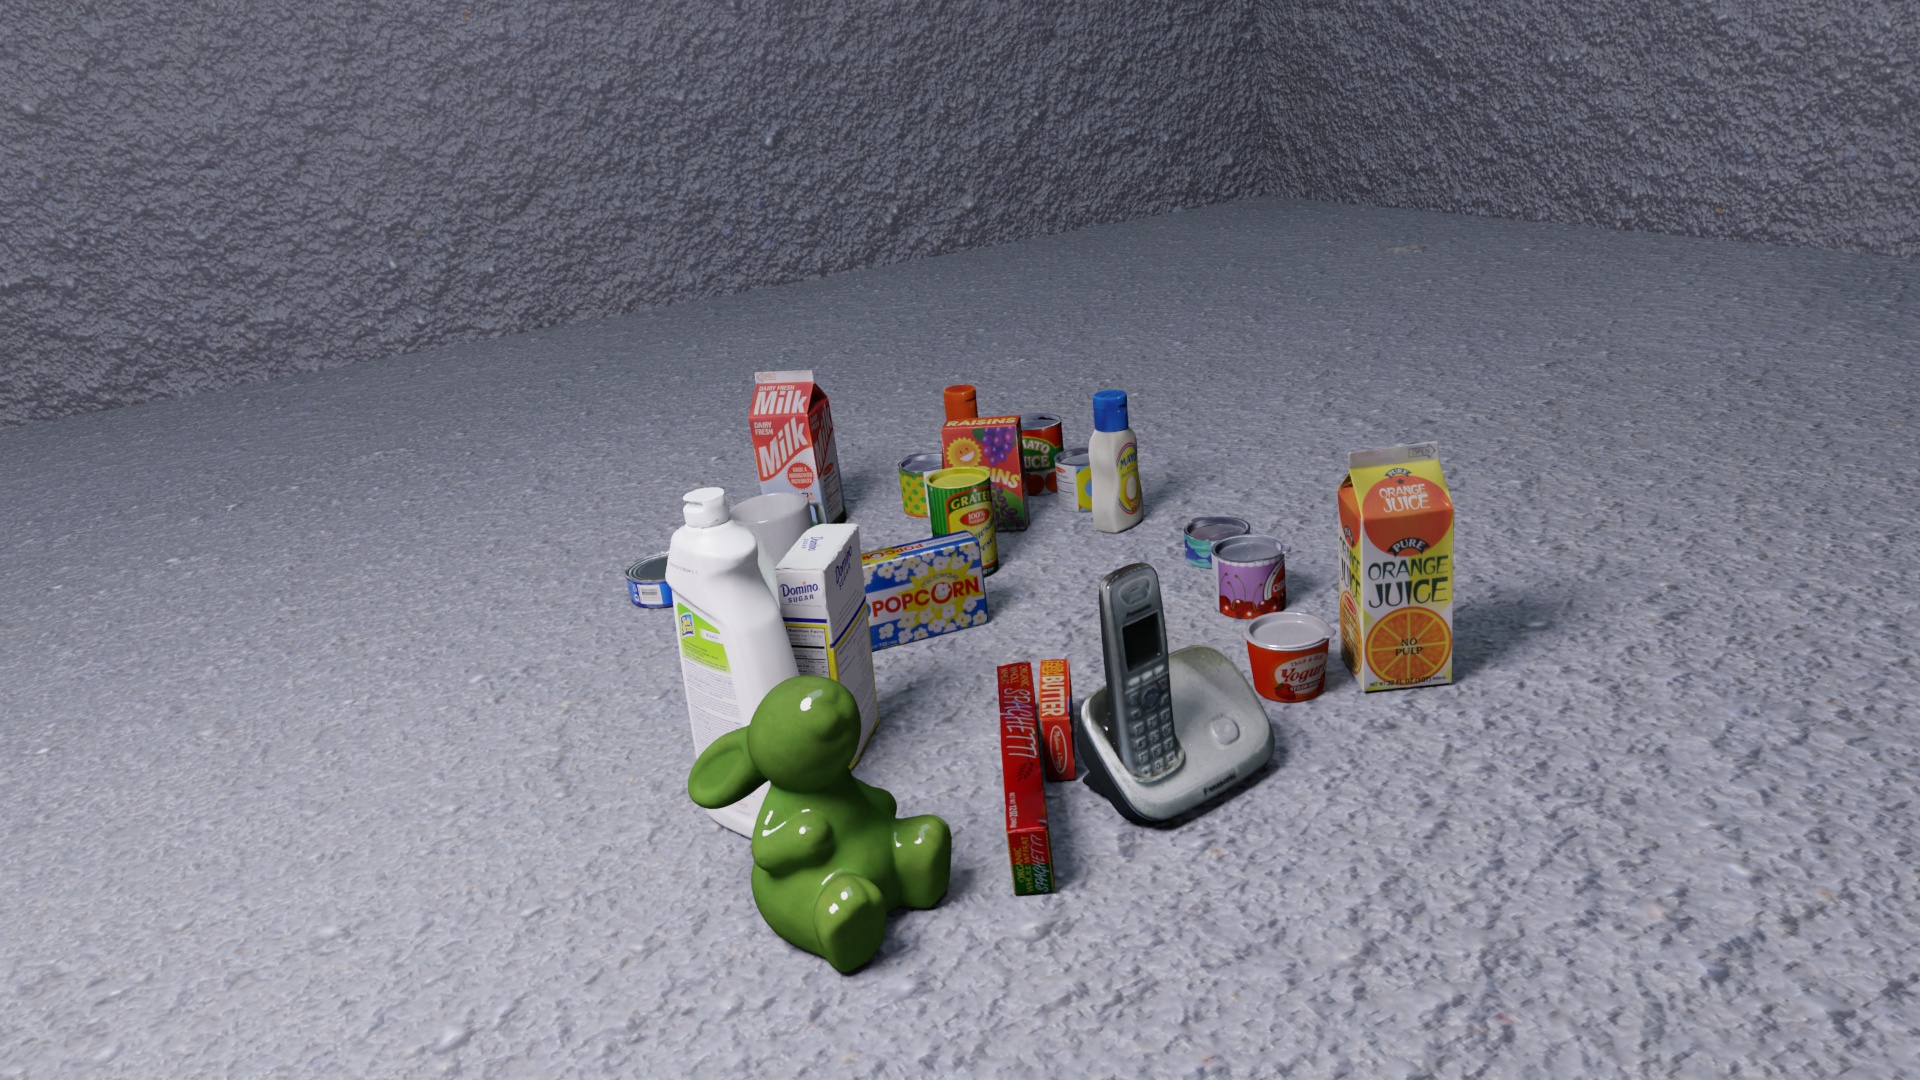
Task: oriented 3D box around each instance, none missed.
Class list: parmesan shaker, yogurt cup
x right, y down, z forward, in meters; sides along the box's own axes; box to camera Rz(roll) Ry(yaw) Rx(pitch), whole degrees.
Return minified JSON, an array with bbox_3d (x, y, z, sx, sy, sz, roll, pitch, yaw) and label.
[{"bbox_3d":[0.005,-0.018,1.420,0.071,0.102,0.071,-6,20,2],"label":"parmesan shaker"},{"bbox_3d":[0.263,0.094,1.114,0.072,0.053,0.072,-6,20,2],"label":"yogurt cup"}]

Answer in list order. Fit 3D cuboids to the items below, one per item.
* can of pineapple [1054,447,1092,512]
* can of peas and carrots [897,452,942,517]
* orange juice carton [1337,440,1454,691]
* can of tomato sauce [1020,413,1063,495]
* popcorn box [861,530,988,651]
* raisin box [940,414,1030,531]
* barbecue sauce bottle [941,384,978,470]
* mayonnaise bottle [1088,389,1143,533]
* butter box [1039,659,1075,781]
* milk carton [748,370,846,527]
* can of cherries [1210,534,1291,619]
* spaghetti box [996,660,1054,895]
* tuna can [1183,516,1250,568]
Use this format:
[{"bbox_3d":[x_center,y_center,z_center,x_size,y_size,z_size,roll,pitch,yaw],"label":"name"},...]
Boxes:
[{"bbox_3d":[0.144,-0.070,1.581,0.071,0.057,0.071,-6,20,2],"label":"can of pineapple"},{"bbox_3d":[-0.039,-0.065,1.623,0.071,0.058,0.071,-6,20,2],"label":"can of peas and carrots"},{"bbox_3d":[0.343,0.017,1.098,0.072,0.192,0.073,-6,20,1],"label":"orange juice carton"},{"bbox_3d":[0.090,-0.102,1.646,0.071,0.082,0.071,-6,20,2],"label":"can of tomato sauce"},{"bbox_3d":[-0.041,0.046,1.289,0.127,0.085,0.038,-13,21,-16],"label":"popcorn box"},{"bbox_3d":[0.029,-0.072,1.529,0.086,0.123,0.040,-2,21,12],"label":"raisin box"},{"bbox_3d":[0.006,-0.101,1.576,0.065,0.148,0.043,-23,26,-37],"label":"barbecue sauce bottle"},{"bbox_3d":[0.165,-0.086,1.488,0.041,0.147,0.065,11,26,39],"label":"mayonnaise bottle"},{"bbox_3d":[0.074,0.135,1.063,0.024,0.053,0.104,-5,20,5],"label":"butter box"},{"bbox_3d":[-0.185,-0.099,1.570,0.072,0.189,0.074,-1,21,16],"label":"milk carton"},{"bbox_3d":[0.266,0.033,1.269,0.071,0.058,0.072,-6,20,2],"label":"can of cherries"},{"bbox_3d":[0.045,0.163,1.004,0.029,0.050,0.251,-6,20,2],"label":"spaghetti box"},{"bbox_3d":[0.256,0.001,1.393,0.071,0.032,0.071,-6,20,2],"label":"tuna can"}]
